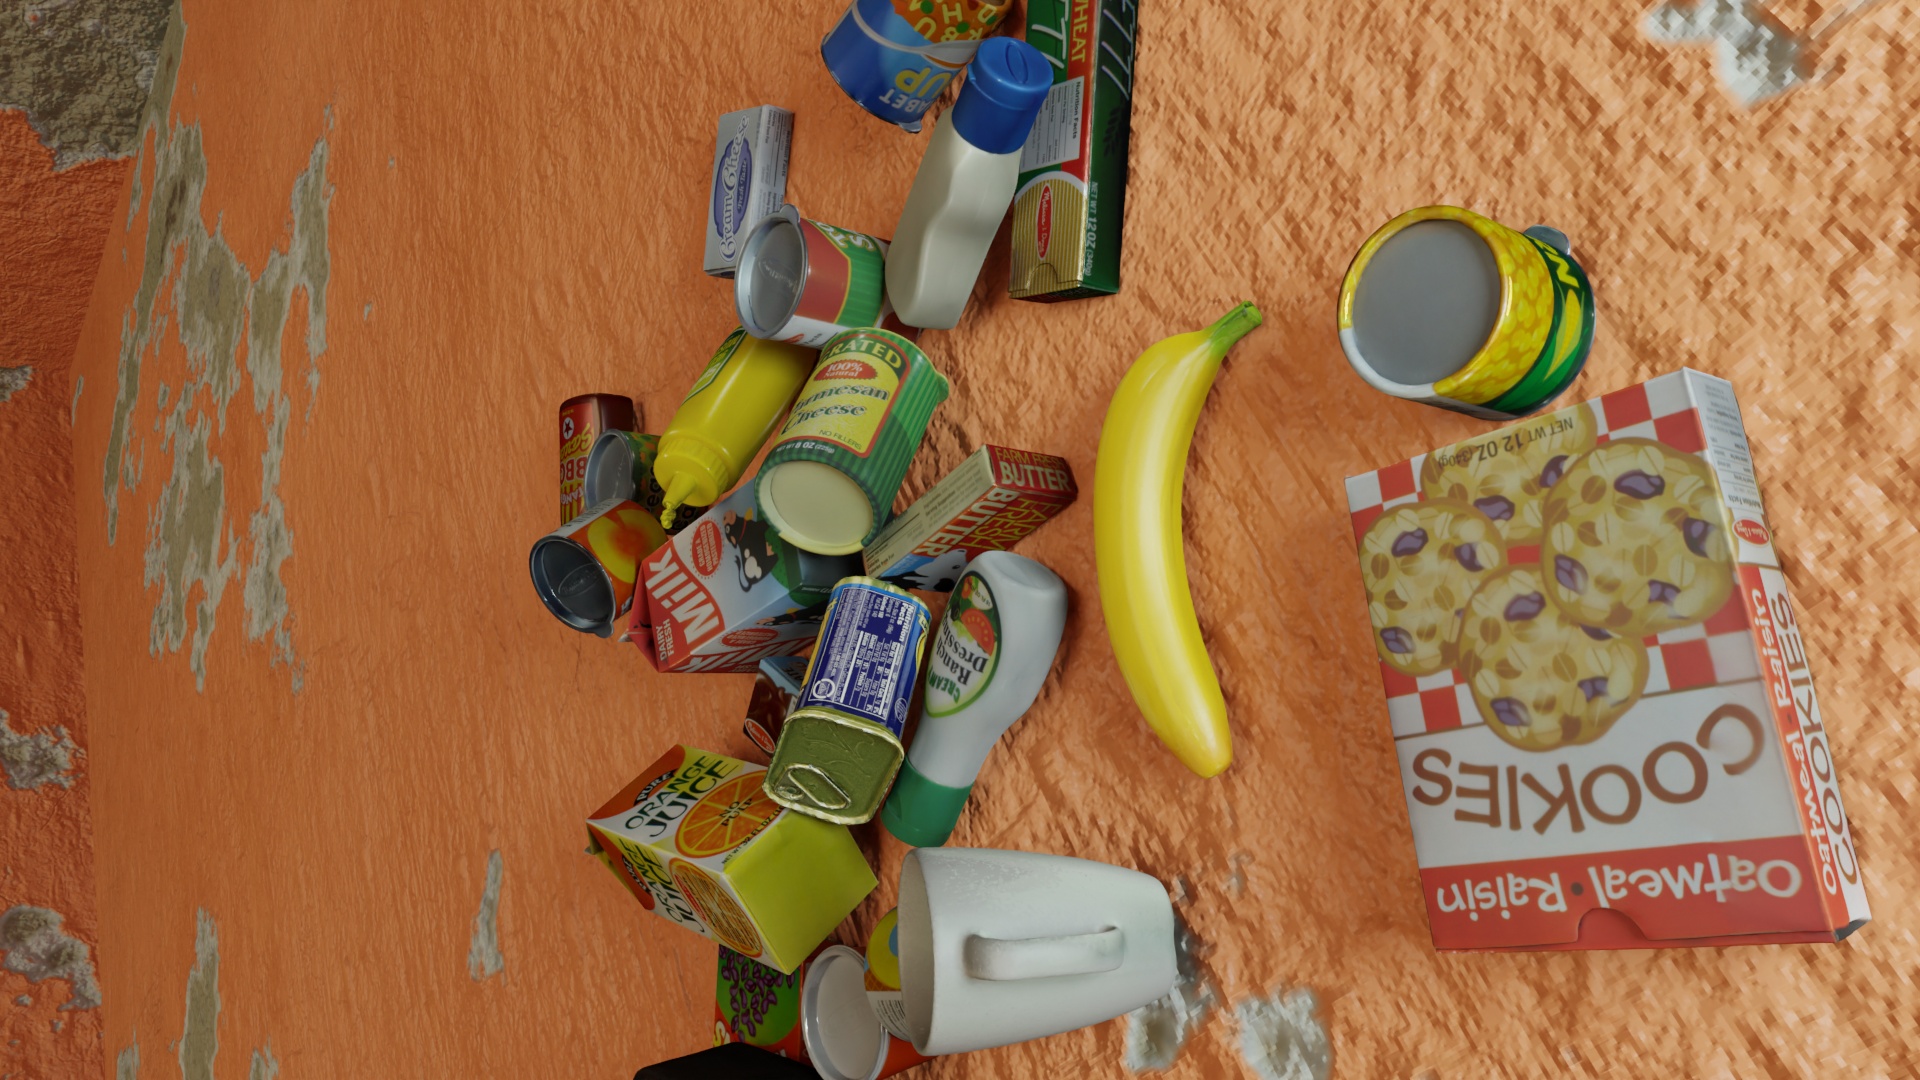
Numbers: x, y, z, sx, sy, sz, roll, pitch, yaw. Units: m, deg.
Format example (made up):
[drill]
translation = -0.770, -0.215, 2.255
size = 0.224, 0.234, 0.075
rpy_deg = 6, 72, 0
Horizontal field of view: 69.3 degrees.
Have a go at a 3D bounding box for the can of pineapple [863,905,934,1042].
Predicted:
[can of pineapple]
translation = -0.002, 0.197, 0.643
size = 0.057, 0.071, 0.071
rpy_deg = -21, 71, 46

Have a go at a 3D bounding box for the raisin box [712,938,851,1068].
[raisin box]
translation = -0.099, 0.280, 0.763
size = 0.086, 0.040, 0.123
rpy_deg = -1, 86, 48

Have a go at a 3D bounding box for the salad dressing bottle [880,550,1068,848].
[salad dressing bottle]
translation = 0.003, 0.078, 0.665
size = 0.064, 0.044, 0.147
rpy_deg = 44, 118, 49

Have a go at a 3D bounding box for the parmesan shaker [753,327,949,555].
[parmesan shaker]
translation = -0.053, -0.050, 0.693
size = 0.071, 0.071, 0.103
rpy_deg = -37, 23, 40

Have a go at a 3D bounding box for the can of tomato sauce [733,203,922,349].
[can of tomato sauce]
translation = -0.067, -0.136, 0.741
size = 0.071, 0.083, 0.071
rpy_deg = -7, 81, 48

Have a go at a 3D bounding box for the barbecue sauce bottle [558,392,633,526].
[barbecue sauce bottle]
translation = -0.256, -0.026, 0.975
size = 0.064, 0.044, 0.148
rpy_deg = -10, 79, 47

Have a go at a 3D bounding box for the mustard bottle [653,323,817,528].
[mustard bottle]
translation = -0.131, -0.066, 0.773
size = 0.065, 0.049, 0.161
rpy_deg = -32, 25, 42

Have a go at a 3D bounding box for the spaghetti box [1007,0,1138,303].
[spaghetti box]
translation = 0.056, -0.238, 0.653
size = 0.050, 0.029, 0.250
rpy_deg = 2, 87, 49

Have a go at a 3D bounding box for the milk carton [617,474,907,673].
[milk carton]
translation = -0.120, 0.026, 0.791
size = 0.190, 0.072, 0.073
rpy_deg = -31, 64, 43

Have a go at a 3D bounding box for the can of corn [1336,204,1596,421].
[can of corn]
translation = 0.174, -0.080, 0.478
size = 0.071, 0.058, 0.071
rpy_deg = -6, 81, 48

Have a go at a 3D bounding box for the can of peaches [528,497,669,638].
[can of peaches]
translation = -0.217, 0.016, 0.848
size = 0.071, 0.058, 0.071
rpy_deg = 14, 123, 24

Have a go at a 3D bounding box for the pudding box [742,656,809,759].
[pudding box]
translation = -0.085, 0.103, 0.775
size = 0.084, 0.030, 0.049
rpy_deg = 31, 110, 46

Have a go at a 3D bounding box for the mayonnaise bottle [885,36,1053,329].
[mayonnaise bottle]
translation = 0.002, -0.169, 0.665
size = 0.147, 0.041, 0.065
rpy_deg = 120, 148, -51

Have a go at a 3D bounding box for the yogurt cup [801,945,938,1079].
[yogurt cup]
translation = -0.039, 0.233, 0.688
size = 0.072, 0.054, 0.072
rpy_deg = -7, 80, 48

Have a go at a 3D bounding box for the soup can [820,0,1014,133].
[soup can]
translation = -0.020, -0.266, 0.718
size = 0.083, 0.071, 0.071
rpy_deg = -40, 58, 38

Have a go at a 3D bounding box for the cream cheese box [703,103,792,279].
[cream cheese box]
translation = -0.134, -0.218, 0.871
size = 0.053, 0.024, 0.103
rpy_deg = 7, 91, 49

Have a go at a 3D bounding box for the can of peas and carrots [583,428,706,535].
[can of peas and carrots]
translation = -0.203, -0.036, 0.903
size = 0.071, 0.059, 0.071
rpy_deg = -6, 82, 48

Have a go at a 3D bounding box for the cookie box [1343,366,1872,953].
[cookie box]
translation = 0.199, 0.044, 0.448
size = 0.122, 0.040, 0.168
rpy_deg = -21, 70, 46

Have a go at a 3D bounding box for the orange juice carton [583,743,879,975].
[orange juice carton]
translation = -0.141, 0.170, 0.779
size = 0.192, 0.072, 0.072
rpy_deg = 2, 125, 49

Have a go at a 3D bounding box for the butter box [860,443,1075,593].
[butter box]
translation = 0.002, -0.008, 0.670
size = 0.103, 0.053, 0.024
rpy_deg = -38, 57, 39
